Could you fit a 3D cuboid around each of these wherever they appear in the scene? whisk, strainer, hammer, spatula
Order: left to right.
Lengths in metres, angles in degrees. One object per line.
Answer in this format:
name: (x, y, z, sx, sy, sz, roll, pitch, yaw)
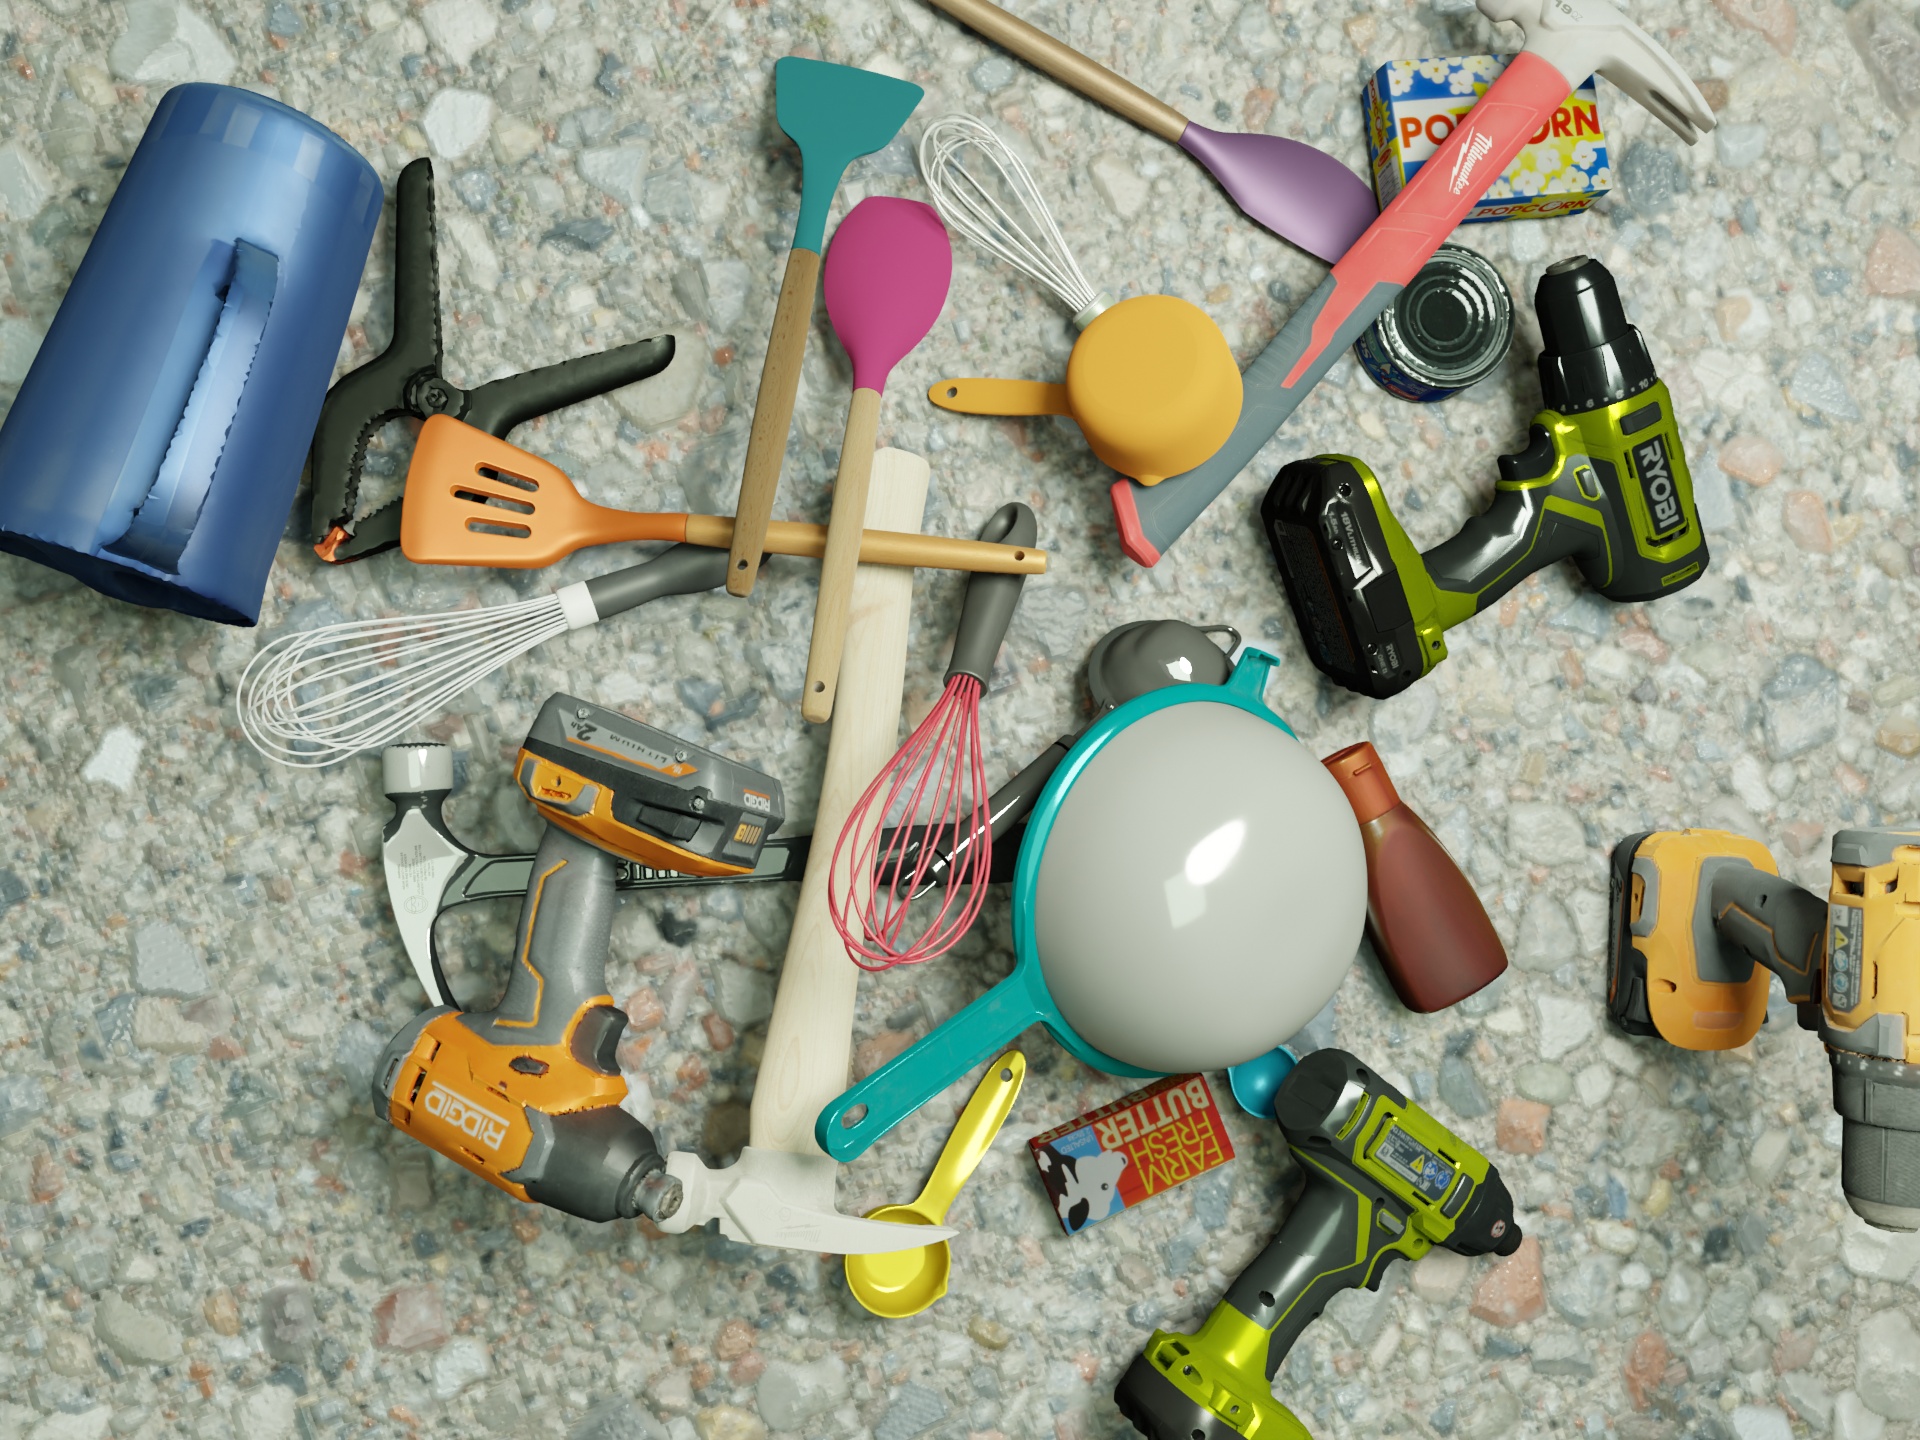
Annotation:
whisk: (-0.230, -0.050, 0.824, 0.284, 0.070, 0.070, -21, 91, -13)
spatula: (-0.116, -0.098, 0.811, 0.322, 0.041, 0.081, 5, 75, 0)
hammer: (-0.094, 0.080, 0.848, 0.409, 0.036, 0.149, -2, 90, -8)
spatula: (-0.084, -0.212, 0.826, 0.082, 0.044, 0.318, 11, 78, -4)
hammer: (-0.049, 0.058, 0.816, 0.146, 0.038, 0.411, 10, 76, -9)
whisk: (-0.001, -0.003, 0.794, 0.073, 0.073, 0.296, 21, 54, -7)
whisk: (0.066, -0.233, 0.873, 0.246, 0.059, 0.058, 46, 56, -8)
strainer: (0.064, 0.012, 0.829, 0.258, 0.050, 0.087, -39, 66, -23)
strainer: (0.087, 0.120, 0.773, 0.340, 0.095, 0.210, -31, 114, -26)
spatula: (0.103, -0.345, 0.892, 0.316, 0.018, 0.060, 26, 79, -8)
hammer: (0.229, -0.225, 0.853, 0.143, 0.038, 0.386, 41, 89, 3)

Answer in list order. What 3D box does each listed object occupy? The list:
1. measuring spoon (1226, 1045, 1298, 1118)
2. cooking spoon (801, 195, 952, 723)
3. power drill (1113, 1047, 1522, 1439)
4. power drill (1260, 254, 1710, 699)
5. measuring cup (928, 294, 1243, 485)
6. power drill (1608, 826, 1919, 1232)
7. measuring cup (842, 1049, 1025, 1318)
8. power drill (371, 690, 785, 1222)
measuring spoon: (0.134, 0.174, 0.887, 0.128, 0.021, 0.042, 38, 72, 4)
cooking spoon: (-0.051, -0.145, 0.815, 0.068, 0.017, 0.319, 7, 66, -1)
power drill: (0.200, 0.311, 0.854, 0.171, 0.080, 0.223, 38, 81, -20)
power drill: (0.288, -0.128, 0.869, 0.228, 0.080, 0.190, -25, 106, -8)
measuring cup: (0.058, -0.178, 0.833, 0.173, 0.052, 0.095, 5, 78, 18)
power drill: (0.426, 0.144, 0.817, 0.084, 0.226, 0.185, 3, 88, -7)
measuring cup: (-0.010, 0.248, 0.864, 0.062, 0.029, 0.156, 35, 73, -5)
power drill: (-0.169, 0.117, 0.754, 0.164, 0.084, 0.226, 21, 87, 23)
